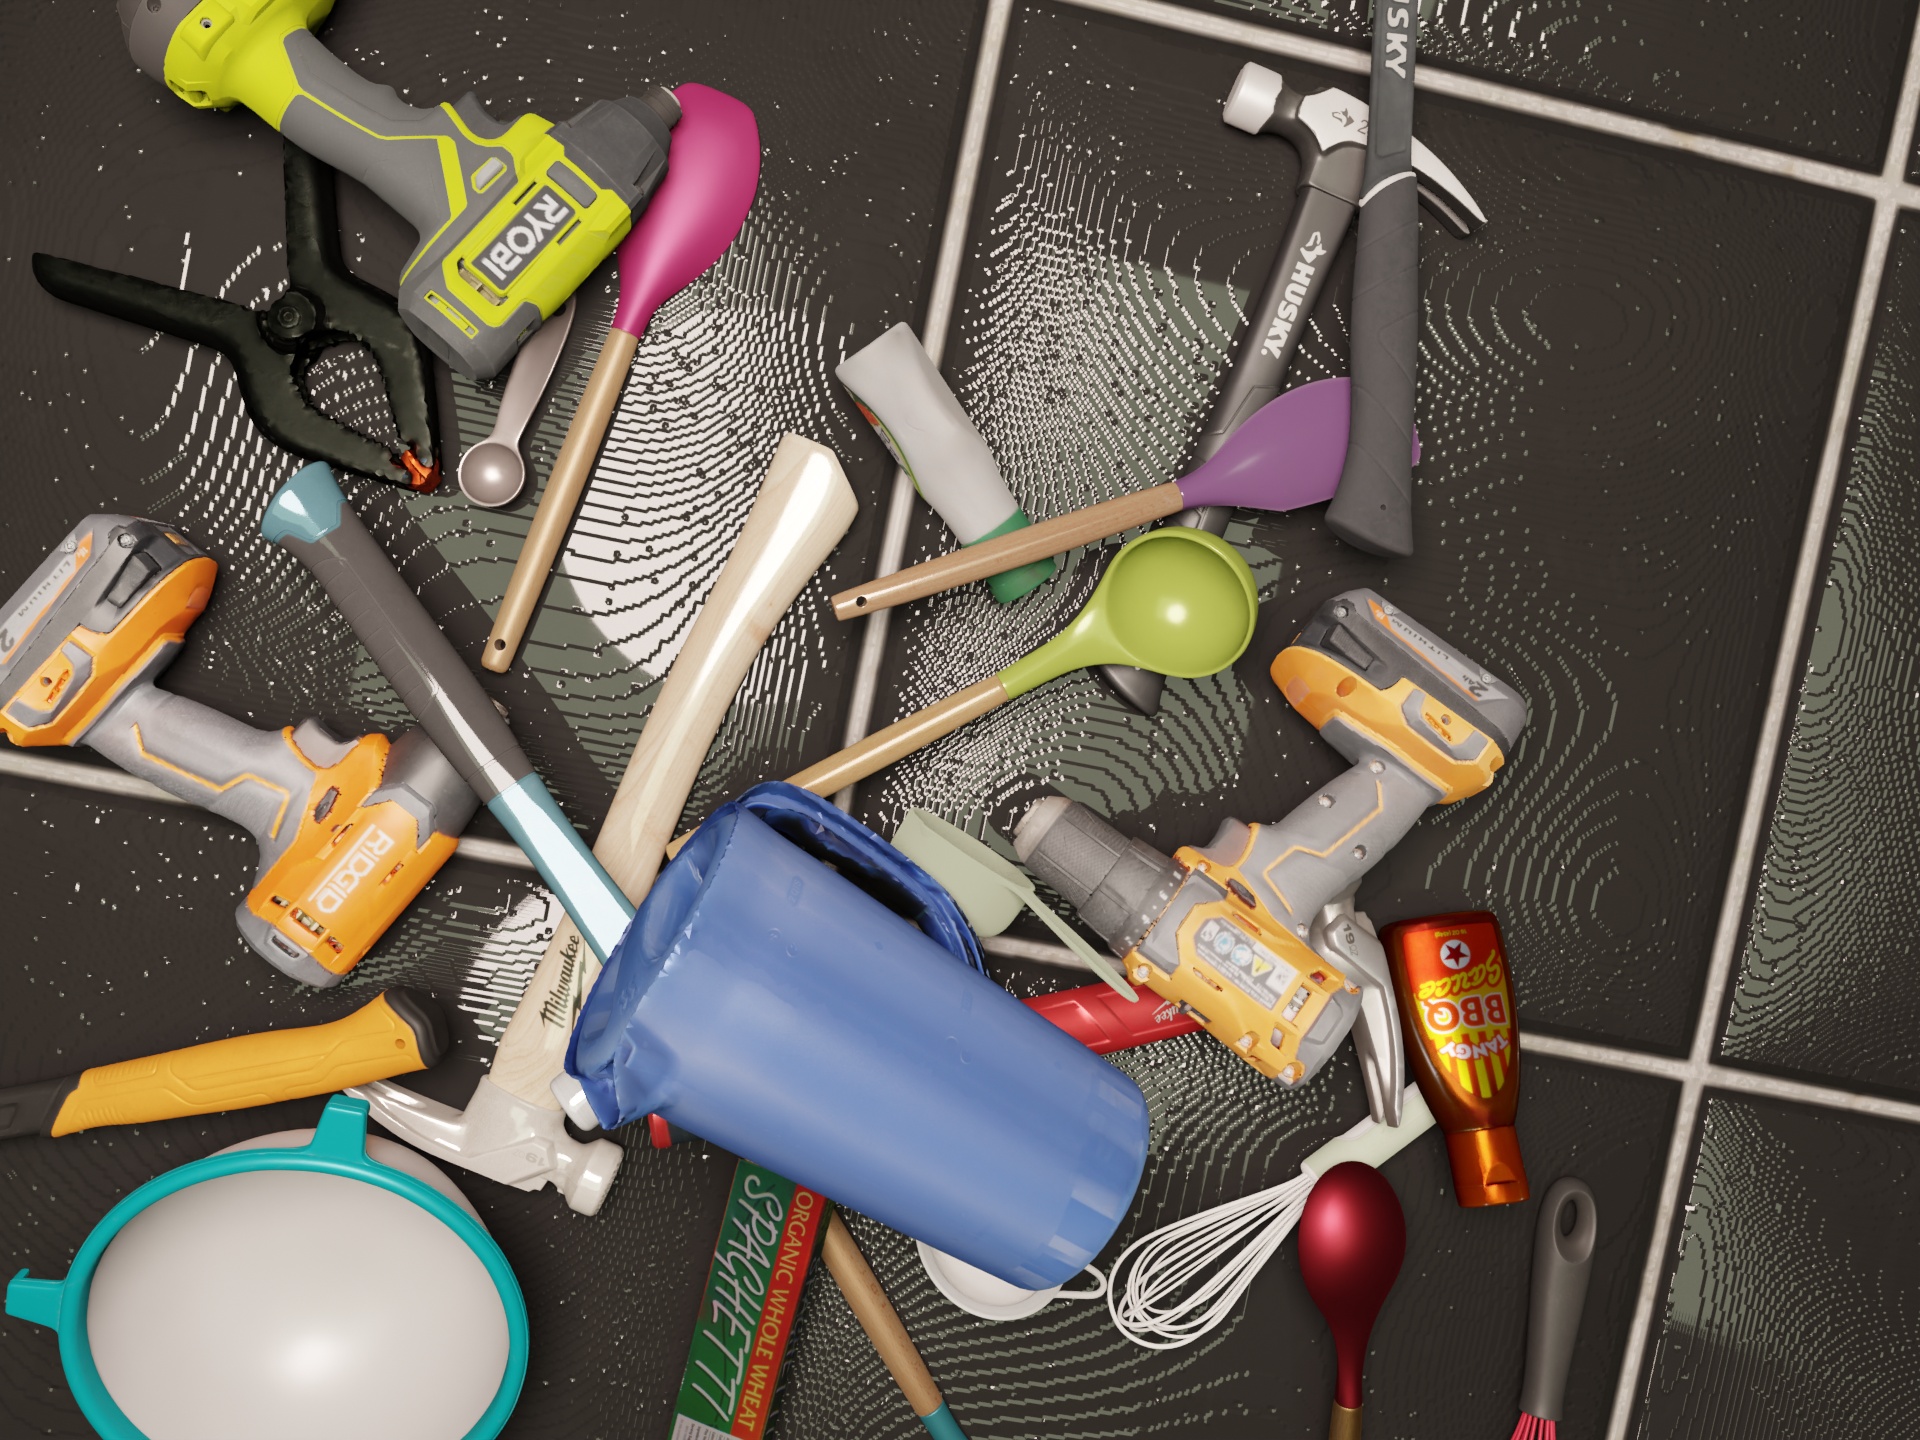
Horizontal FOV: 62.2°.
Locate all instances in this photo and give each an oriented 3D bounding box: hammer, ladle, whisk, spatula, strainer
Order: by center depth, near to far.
[{"bbox_3d":[-0.222,0.022,0.753,0.128,0.033,0.331,-36,90,-15],"label":"hammer"},{"bbox_3d":[-0.417,0.193,0.786,0.337,0.034,0.127,-12,93,3],"label":"hammer"},{"bbox_3d":[-0.001,-0.003,0.786,0.320,0.062,0.078,-27,102,-1],"label":"ladle"},{"bbox_3d":[0.220,-0.286,0.799,0.149,0.036,0.409,3,88,-7],"label":"hammer"},{"bbox_3d":[0.085,-0.107,0.800,0.316,0.018,0.059,-20,98,-8],"label":"spatula"},{"bbox_3d":[-0.283,0.329,0.804,0.211,0.095,0.340,-29,111,5],"label":"strainer"},{"bbox_3d":[0.038,0.174,0.805,0.386,0.038,0.143,-10,84,-12],"label":"hammer"},{"bbox_3d":[-0.169,0.041,0.818,0.146,0.038,0.410,25,90,-4],"label":"hammer"},{"bbox_3d":[-0.043,0.239,0.830,0.258,0.087,0.050,32,134,-5],"label":"strainer"},{"bbox_3d":[0.153,-0.161,0.835,0.146,0.035,0.335,22,91,-5],"label":"hammer"},{"bbox_3d":[-0.025,0.345,0.842,0.082,0.044,0.317,-31,94,-11],"label":"spatula"},{"bbox_3d":[0.204,0.387,0.853,0.069,0.031,0.315,-5,104,-24],"label":"ladle"},{"bbox_3d":[0.184,0.252,0.855,0.246,0.058,0.059,-34,86,-7],"label":"whisk"},{"bbox_3d":[0.314,0.398,0.870,0.073,0.073,0.296,11,86,-5],"label":"whisk"}]

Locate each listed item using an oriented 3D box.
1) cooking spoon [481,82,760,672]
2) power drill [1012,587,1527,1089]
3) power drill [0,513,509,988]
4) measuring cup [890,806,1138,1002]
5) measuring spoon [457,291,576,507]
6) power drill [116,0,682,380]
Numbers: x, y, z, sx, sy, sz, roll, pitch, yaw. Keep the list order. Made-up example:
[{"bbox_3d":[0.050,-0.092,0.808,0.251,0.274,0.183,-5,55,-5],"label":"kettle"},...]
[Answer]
[{"bbox_3d":[-0.181,-0.174,0.814,0.068,0.017,0.319,21,90,-6],"label":"cooking spoon"},{"bbox_3d":[0.153,0.041,0.797,0.185,0.084,0.226,36,75,7],"label":"power drill"},{"bbox_3d":[-0.345,0.001,0.781,0.226,0.084,0.164,42,87,-9],"label":"power drill"},{"bbox_3d":[0.023,0.101,0.784,0.083,0.168,0.038,29,97,-48],"label":"measuring cup"},{"bbox_3d":[-0.222,-0.166,0.815,0.034,0.018,0.124,20,84,4],"label":"measuring spoon"},{"bbox_3d":[-0.258,-0.297,0.757,0.223,0.080,0.171,41,78,-12],"label":"power drill"}]
